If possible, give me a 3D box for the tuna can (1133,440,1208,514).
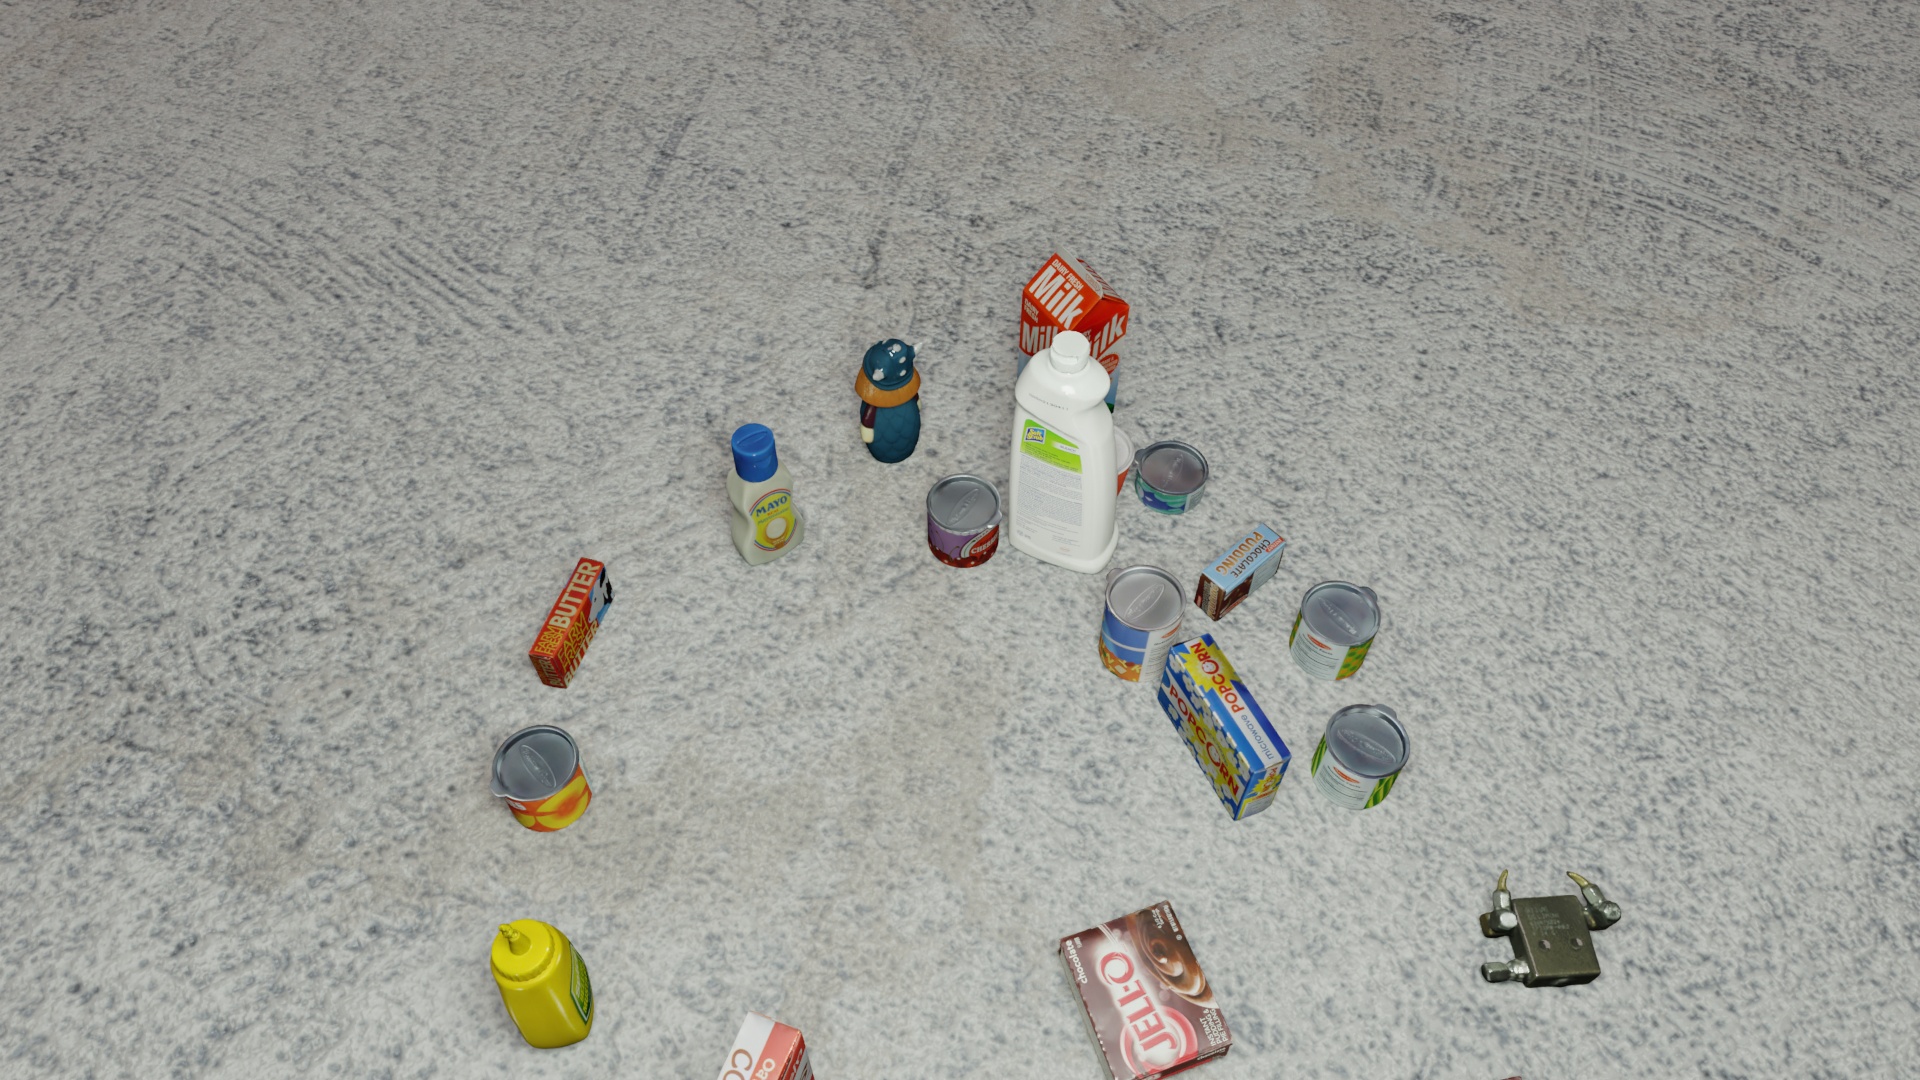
[{"bbox_3d":[0.195,-0.059,1.300,0.071,0.032,0.071,0,53,0],"label":"tuna can"}]

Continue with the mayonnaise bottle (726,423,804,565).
[{"bbox_3d":[-0.173,-0.040,1.210,0.065,0.147,0.041,-28,58,-20],"label":"mayonnaise bottle"}]

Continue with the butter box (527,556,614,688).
[{"bbox_3d":[-0.330,0.070,1.184,0.024,0.052,0.104,13,54,9],"label":"butter box"}]

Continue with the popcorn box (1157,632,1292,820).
[{"bbox_3d":[0.209,0.149,1.111,0.038,0.084,0.127,-20,56,-15],"label":"popcorn box"}]

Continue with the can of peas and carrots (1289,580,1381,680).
[{"bbox_3d":[0.320,0.076,1.184,0.071,0.058,0.071,0,53,0],"label":"can of peas and carrots"}]

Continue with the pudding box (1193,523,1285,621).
[{"bbox_3d":[0.246,0.028,1.224,0.084,0.049,0.030,-36,61,-24],"label":"pudding box"}]

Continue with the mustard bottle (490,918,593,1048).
[{"bbox_3d":[-0.288,0.296,0.949,0.049,0.159,0.065,-10,54,-7],"label":"mustard bottle"}]

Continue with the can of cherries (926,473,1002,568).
[{"bbox_3d":[0.004,-0.016,1.249,0.071,0.058,0.072,0,53,0],"label":"can of cherries"}]

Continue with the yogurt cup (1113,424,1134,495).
[{"bbox_3d":[0.126,-0.070,1.294,0.072,0.053,0.073,0,53,0],"label":"yogurt cup"}]

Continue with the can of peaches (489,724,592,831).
[{"bbox_3d":[-0.330,0.189,1.092,0.071,0.057,0.071,0,53,0],"label":"can of peaches"}]

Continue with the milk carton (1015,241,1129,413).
[{"bbox_3d":[0.104,-0.188,1.297,0.074,0.189,0.072,-28,58,-20],"label":"milk carton"}]

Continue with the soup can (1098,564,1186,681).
[{"bbox_3d":[0.150,0.069,1.171,0.071,0.083,0.072,0,53,0],"label":"soup can"}]

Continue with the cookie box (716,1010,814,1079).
[{"bbox_3d":[-0.134,0.386,0.878,0.040,0.166,0.123,16,55,11],"label":"cookie box"}]

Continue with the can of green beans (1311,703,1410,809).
[{"bbox_3d":[0.319,0.174,1.111,0.071,0.057,0.071,0,53,0],"label":"can of green beans"}]
